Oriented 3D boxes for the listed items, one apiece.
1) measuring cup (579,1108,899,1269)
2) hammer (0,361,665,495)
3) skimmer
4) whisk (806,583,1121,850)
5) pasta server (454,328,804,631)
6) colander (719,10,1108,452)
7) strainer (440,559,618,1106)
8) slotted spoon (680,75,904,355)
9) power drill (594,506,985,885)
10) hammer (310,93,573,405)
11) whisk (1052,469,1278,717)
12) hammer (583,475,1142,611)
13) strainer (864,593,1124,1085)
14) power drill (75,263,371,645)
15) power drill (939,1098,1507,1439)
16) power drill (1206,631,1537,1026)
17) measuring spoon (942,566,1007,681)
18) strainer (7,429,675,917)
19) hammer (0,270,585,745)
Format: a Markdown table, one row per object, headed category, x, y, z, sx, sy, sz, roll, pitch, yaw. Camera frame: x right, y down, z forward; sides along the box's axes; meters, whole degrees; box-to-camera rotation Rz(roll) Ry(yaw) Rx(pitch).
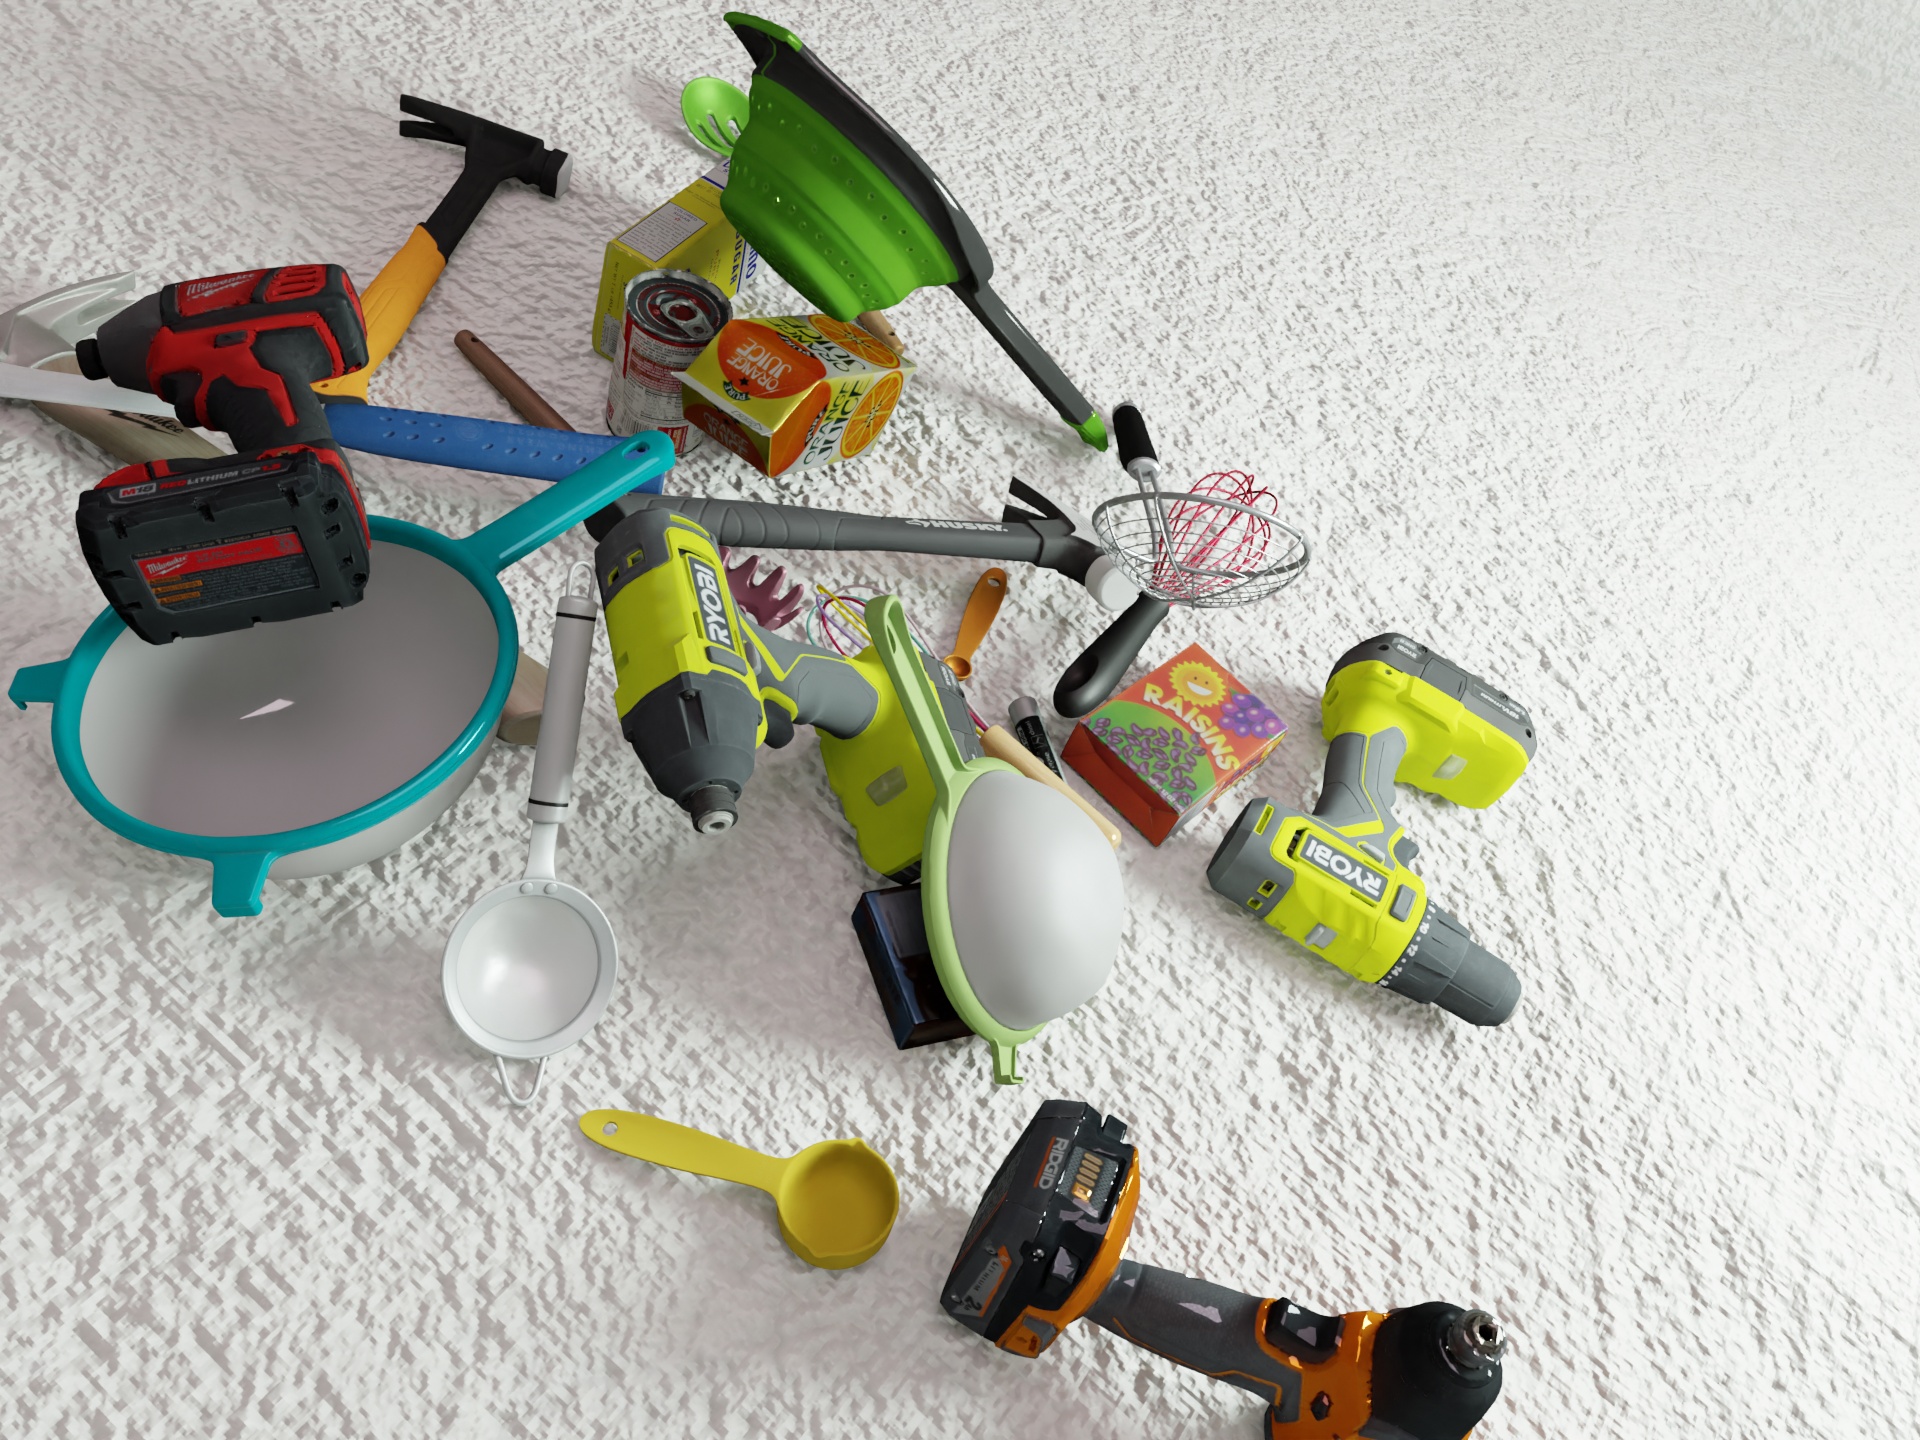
| category | x | y | z | sx | sy | sz | roll | pitch | yaw |
| --- | --- | --- | --- | --- | --- | --- | --- | --- | --- |
| measuring cup | -0.105 | 0.215 | 0.749 | 0.156 | 0.029 | 0.062 | 15 | 47 | 6 |
| hammer | -0.370 | -0.164 | 0.892 | 0.405 | 0.035 | 0.144 | 5 | 51 | -18 |
| skimmer | 0.136 | -0.167 | 1.032 | 0.127 | 0.090 | 0.364 | 13 | 28 | -8 |
| whisk | -0.002 | -0.003 | 0.940 | 0.245 | 0.047 | 0.051 | 41 | 56 | 18 |
| pasta server | -0.216 | -0.153 | 0.994 | 0.316 | 0.040 | 0.060 | 44 | 39 | 17 |
| colander | -0.035 | -0.278 | 1.050 | 0.396 | 0.094 | 0.205 | 41 | 3 | -40 |
| strainer | -0.199 | 0.051 | 0.763 | 0.086 | 0.050 | 0.258 | 8 | 91 | -34 |
| slotted spoon | -0.129 | -0.390 | 1.231 | 0.070 | 0.031 | 0.314 | -19 | 63 | -33 |
| power drill | -0.083 | 0.003 | 0.817 | 0.223 | 0.080 | 0.171 | 25 | 38 | -48 |
| hammer | -0.371 | -0.308 | 1.063 | 0.127 | 0.034 | 0.337 | 18 | 48 | -8 |
| whisk | 0.136 | -0.087 | 1.049 | 0.073 | 0.073 | 0.296 | 35 | 47 | 9 |
| hammer | -0.063 | -0.118 | 0.980 | 0.334 | 0.035 | 0.146 | 1 | 29 | -25 |
| strainer | 0.027 | 0.046 | 0.796 | 0.069 | 0.256 | 0.151 | -8 | 29 | 28 |
| power drill | -0.369 | -0.145 | 0.792 | 0.143 | 0.078 | 0.220 | -12 | 50 | -11 |
| power drill | 0.119 | 0.259 | 0.703 | 0.226 | 0.164 | 0.084 | 26 | 48 | 4 |
| power drill | 0.275 | 0.067 | 0.981 | 0.190 | 0.080 | 0.229 | 31 | 50 | 5 |
| measuring spoon | 0.010 | -0.062 | 1.029 | 0.021 | 0.011 | 0.117 | 23 | 44 | -1 |
| strainer | -0.274 | -0.034 | 0.811 | 0.211 | 0.095 | 0.340 | 34 | 57 | 25 |
| hammer | -0.381 | -0.119 | 0.903 | 0.410 | 0.038 | 0.146 | 33 | 47 | 6 |
